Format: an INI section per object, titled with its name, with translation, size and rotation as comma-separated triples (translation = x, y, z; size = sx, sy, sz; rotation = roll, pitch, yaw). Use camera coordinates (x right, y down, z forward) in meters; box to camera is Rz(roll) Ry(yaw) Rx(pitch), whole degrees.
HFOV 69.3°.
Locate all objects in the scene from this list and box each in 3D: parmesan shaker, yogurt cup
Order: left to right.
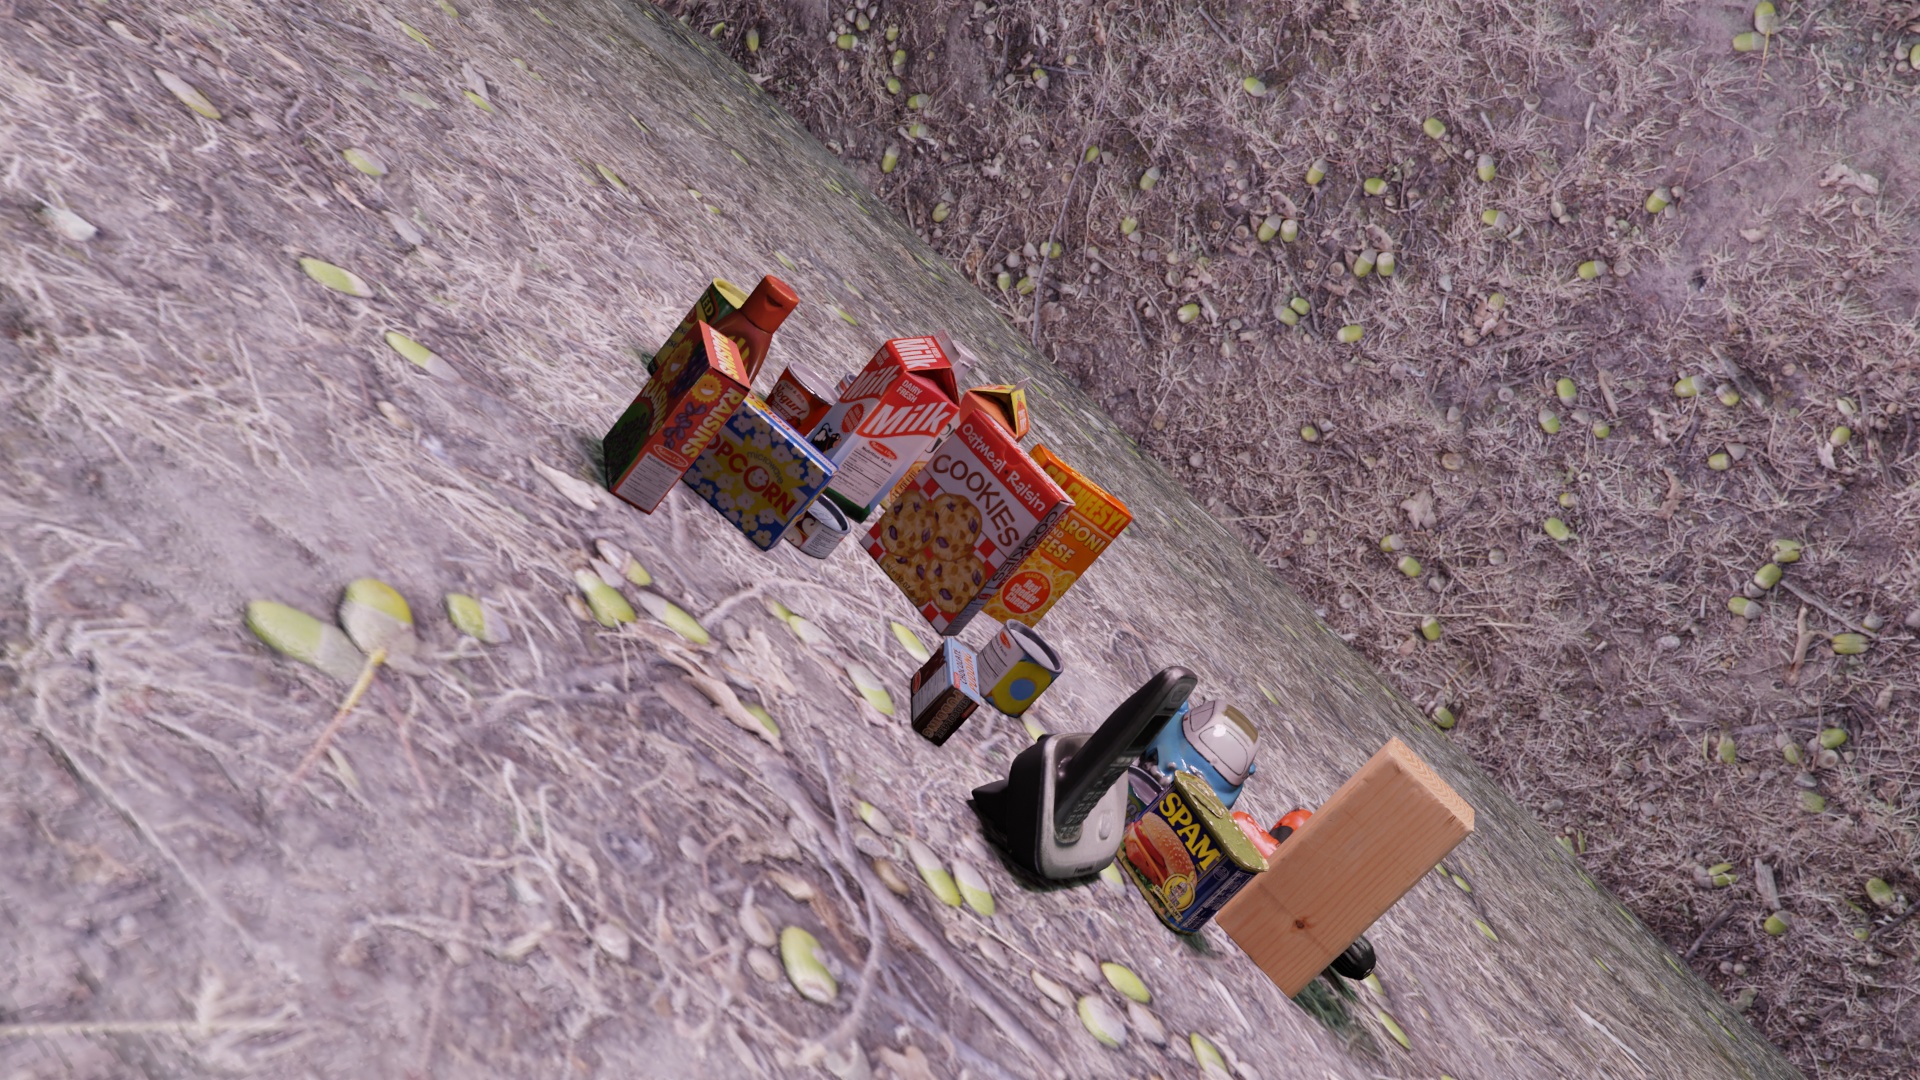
[parmesan shaker]
translation = -0.227, -0.176, 1.260
size = 0.071, 0.103, 0.071
rotation = 38, 15, -12
[yogurt cup]
translation = -0.164, -0.142, 1.418
size = 0.072, 0.054, 0.072
rotation = 38, 15, -12

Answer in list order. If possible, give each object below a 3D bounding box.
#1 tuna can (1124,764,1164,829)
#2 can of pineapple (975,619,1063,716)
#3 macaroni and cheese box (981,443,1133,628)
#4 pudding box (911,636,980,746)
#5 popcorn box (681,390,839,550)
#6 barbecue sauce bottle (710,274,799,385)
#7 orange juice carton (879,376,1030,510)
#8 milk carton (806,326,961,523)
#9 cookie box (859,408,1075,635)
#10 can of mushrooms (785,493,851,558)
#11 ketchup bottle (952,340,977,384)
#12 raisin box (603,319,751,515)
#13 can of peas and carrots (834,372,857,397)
[tuna can]
translation = 0.155, 0.229, 1.205
size = 0.071, 0.032, 0.071
rotation = 38, 15, -12
[can of pineapple]
translation = 0.049, 0.113, 1.219
size = 0.071, 0.057, 0.071
rotation = 38, 15, -12
[macaroni and cheese box]
translation = 0.070, 0.001, 1.377
size = 0.123, 0.166, 0.040
rotation = 33, 17, -30
[pudding box]
translation = -0.012, 0.116, 1.075
size = 0.030, 0.049, 0.084
rotation = 38, 15, -16
[popcorn box]
translation = -0.173, -0.065, 1.116
size = 0.126, 0.085, 0.038
rotation = 41, 14, -1
[barbecue sauce bottle]
translation = -0.199, -0.163, 1.204
size = 0.065, 0.148, 0.044
rotation = 38, 15, -15
[orange juice carton]
translation = 0.004, -0.094, 1.431
size = 0.073, 0.192, 0.072
rotation = 42, 14, 3
[milk carton]
translation = -0.069, -0.117, 1.318
size = 0.073, 0.190, 0.072
rotation = 32, 17, -33
[cookie box]
translation = 0.004, -0.016, 1.259
size = 0.123, 0.167, 0.040
rotation = 48, 15, 22
[can of mushrooms]
translation = -0.131, -0.019, 1.192
size = 0.071, 0.033, 0.071
rotation = 38, 15, -12
[ketchup bottle]
translation = -0.041, -0.162, 1.595
size = 0.064, 0.148, 0.044
rotation = 28, 20, -42
[raisin box]
translation = -0.210, -0.091, 1.023
size = 0.040, 0.123, 0.086
rotation = 33, 17, -31
[can of peas and carrots]
translation = -0.115, -0.140, 1.522
size = 0.071, 0.058, 0.071
rotation = 38, 15, -12
